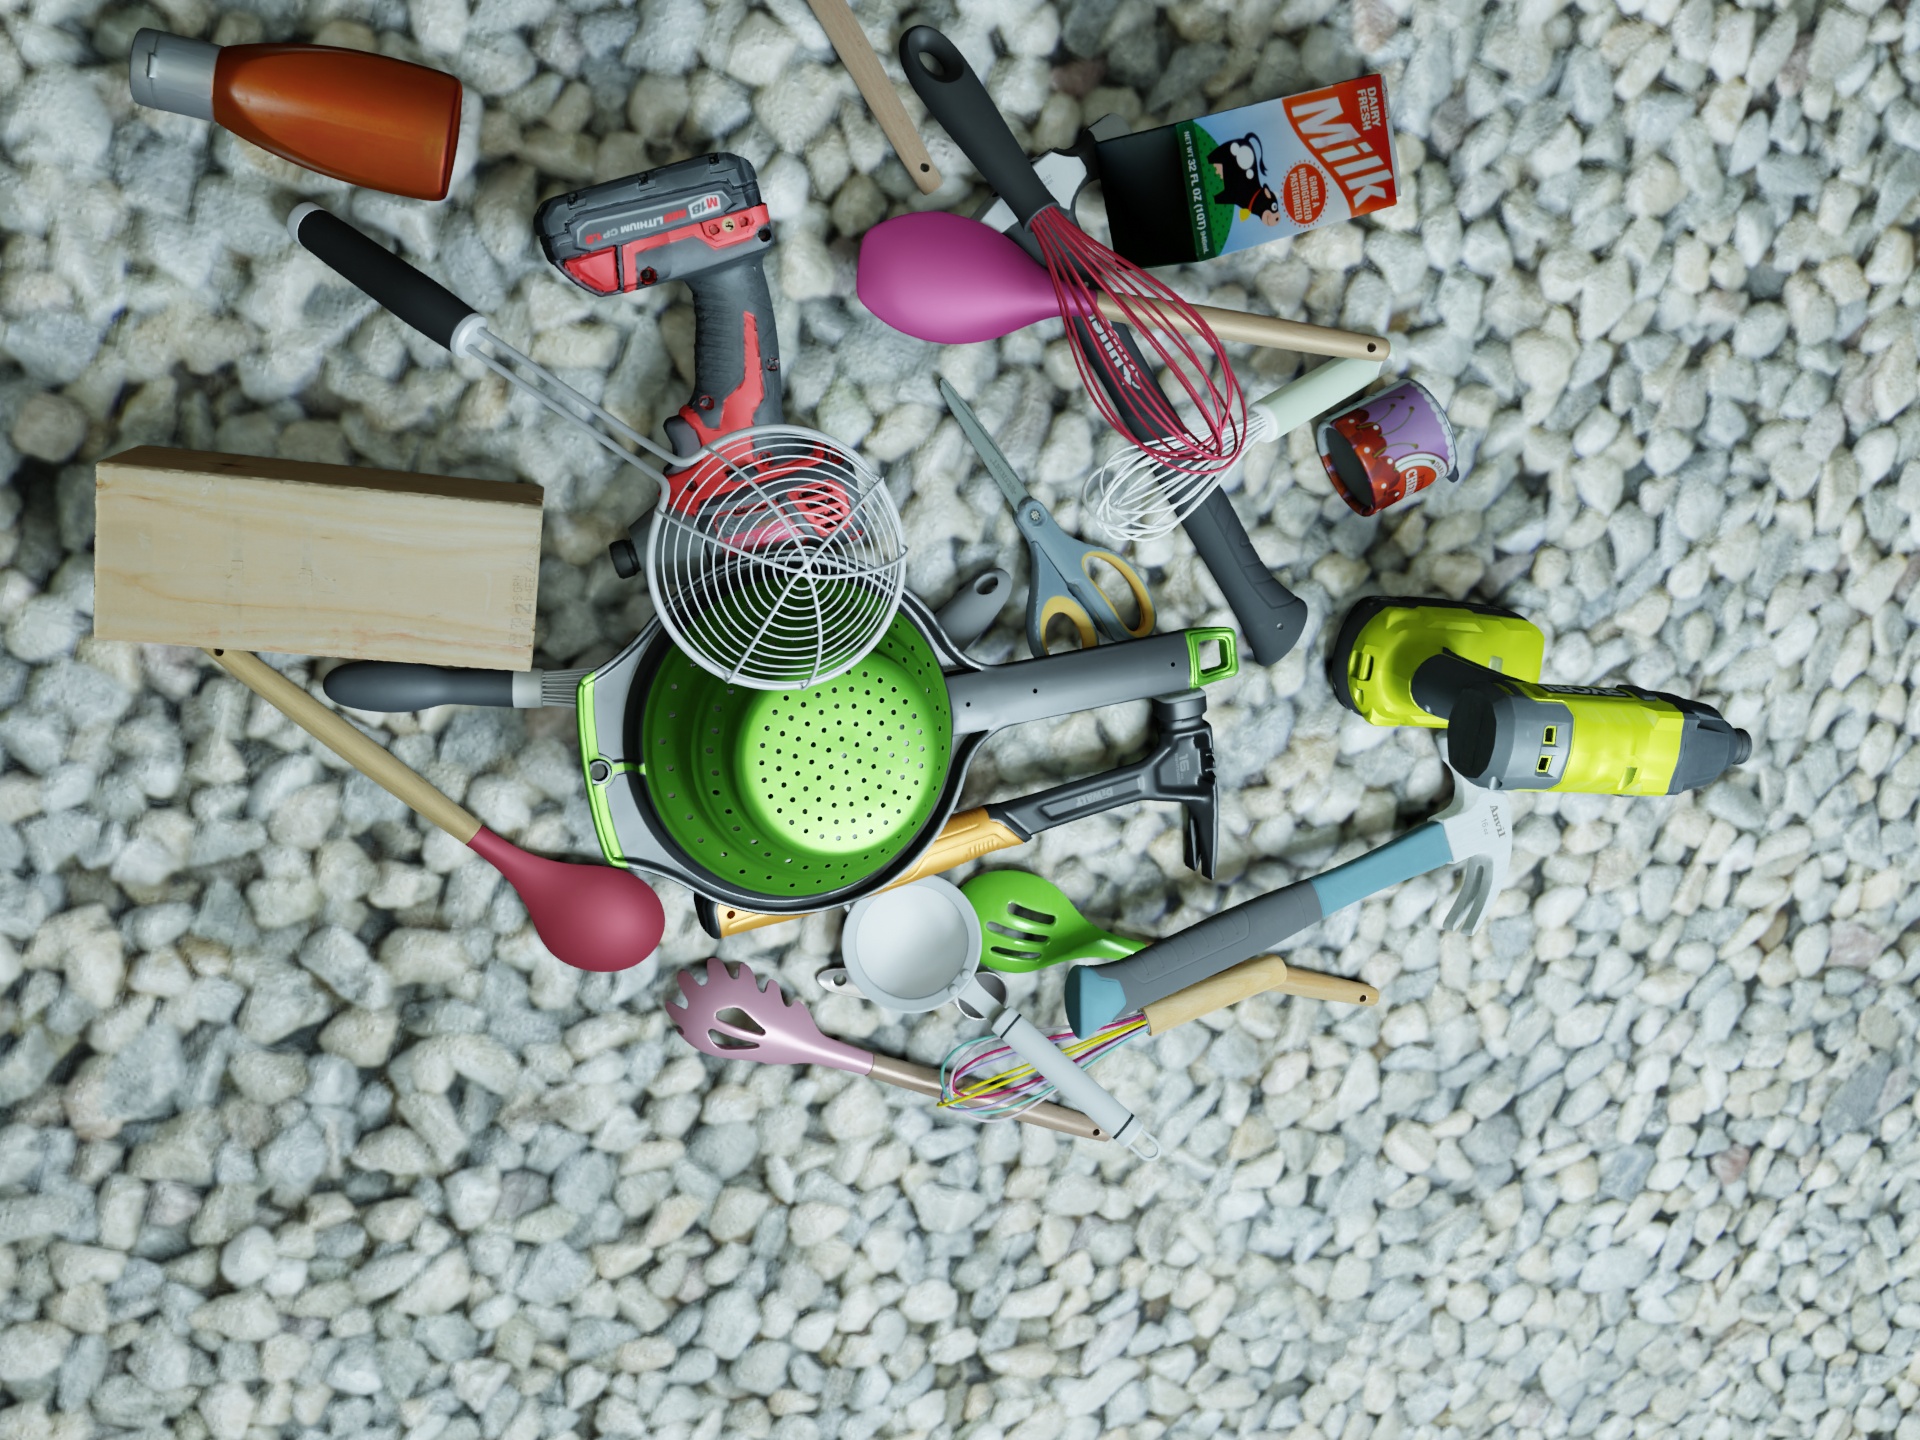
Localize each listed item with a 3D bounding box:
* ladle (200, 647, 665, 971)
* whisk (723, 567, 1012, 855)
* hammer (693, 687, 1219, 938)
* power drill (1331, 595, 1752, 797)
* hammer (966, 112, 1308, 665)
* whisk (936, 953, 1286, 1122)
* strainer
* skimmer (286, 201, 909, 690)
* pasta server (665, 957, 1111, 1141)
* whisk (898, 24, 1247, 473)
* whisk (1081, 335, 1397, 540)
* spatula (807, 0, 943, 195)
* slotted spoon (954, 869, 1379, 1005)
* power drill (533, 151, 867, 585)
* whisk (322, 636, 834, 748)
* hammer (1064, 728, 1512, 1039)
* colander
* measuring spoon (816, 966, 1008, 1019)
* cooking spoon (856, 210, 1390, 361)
[{"bbox_3d":[-0.299,0.048,0.910,0.315,0.031,0.069,40,93,-19],"label":"ladle"},{"bbox_3d":[-0.056,-0.004,0.946,0.239,0.055,0.055,-46,111,-3],"label":"whisk"},{"bbox_3d":[0.006,0.076,0.957,0.337,0.034,0.127,-15,109,-20],"label":"hammer"},{"bbox_3d":[0.333,-0.011,0.940,0.171,0.223,0.080,3,105,-15],"label":"power drill"},{"bbox_3d":[0.112,-0.170,0.942,0.146,0.035,0.334,-35,111,-3],"label":"hammer"},{"bbox_3d":[0.097,0.199,1.021,0.245,0.051,0.047,-19,144,-12],"label":"whisk"},{"bbox_3d":[0.021,0.181,0.976,0.258,0.050,0.087,41,86,10],"label":"strainer"},{"bbox_3d":[-0.189,-0.149,0.795,0.363,0.090,0.127,35,86,16],"label":"skimmer"},{"bbox_3d":[-0.037,0.224,1.025,0.316,0.040,0.060,21,100,-23],"label":"pasta server"},{"bbox_3d":[0.055,-0.252,0.843,0.073,0.073,0.296,-34,83,-2],"label":"whisk"},{"bbox_3d":[0.168,-0.169,0.918,0.246,0.059,0.057,-32,149,-26],"label":"whisk"},{"bbox_3d":[-0.097,-0.417,0.828,0.060,0.018,0.315,-35,109,-4],"label":"spatula"},{"bbox_3d":[0.143,0.156,1.048,0.313,0.031,0.070,13,107,-19],"label":"slotted spoon"},{"bbox_3d":[-0.145,-0.181,0.856,0.143,0.079,0.219,-19,112,-7],"label":"power drill"},{"bbox_3d":[-0.211,-0.018,0.899,0.284,0.070,0.070,1,106,-9],"label":"whisk"},{"bbox_3d":[0.213,0.118,1.015,0.331,0.033,0.128,-21,98,-16],"label":"hammer"},{"bbox_3d":[-0.001,-0.003,0.870,0.397,0.094,0.204,-11,101,-21],"label":"colander"},{"bbox_3d":[-0.031,0.168,1.018,0.124,0.018,0.034,8,106,-9],"label":"measuring spoon"},{"bbox_3d":[0.098,-0.231,0.893,0.318,0.017,0.068,5,102,-16],"label":"cooking spoon"}]
